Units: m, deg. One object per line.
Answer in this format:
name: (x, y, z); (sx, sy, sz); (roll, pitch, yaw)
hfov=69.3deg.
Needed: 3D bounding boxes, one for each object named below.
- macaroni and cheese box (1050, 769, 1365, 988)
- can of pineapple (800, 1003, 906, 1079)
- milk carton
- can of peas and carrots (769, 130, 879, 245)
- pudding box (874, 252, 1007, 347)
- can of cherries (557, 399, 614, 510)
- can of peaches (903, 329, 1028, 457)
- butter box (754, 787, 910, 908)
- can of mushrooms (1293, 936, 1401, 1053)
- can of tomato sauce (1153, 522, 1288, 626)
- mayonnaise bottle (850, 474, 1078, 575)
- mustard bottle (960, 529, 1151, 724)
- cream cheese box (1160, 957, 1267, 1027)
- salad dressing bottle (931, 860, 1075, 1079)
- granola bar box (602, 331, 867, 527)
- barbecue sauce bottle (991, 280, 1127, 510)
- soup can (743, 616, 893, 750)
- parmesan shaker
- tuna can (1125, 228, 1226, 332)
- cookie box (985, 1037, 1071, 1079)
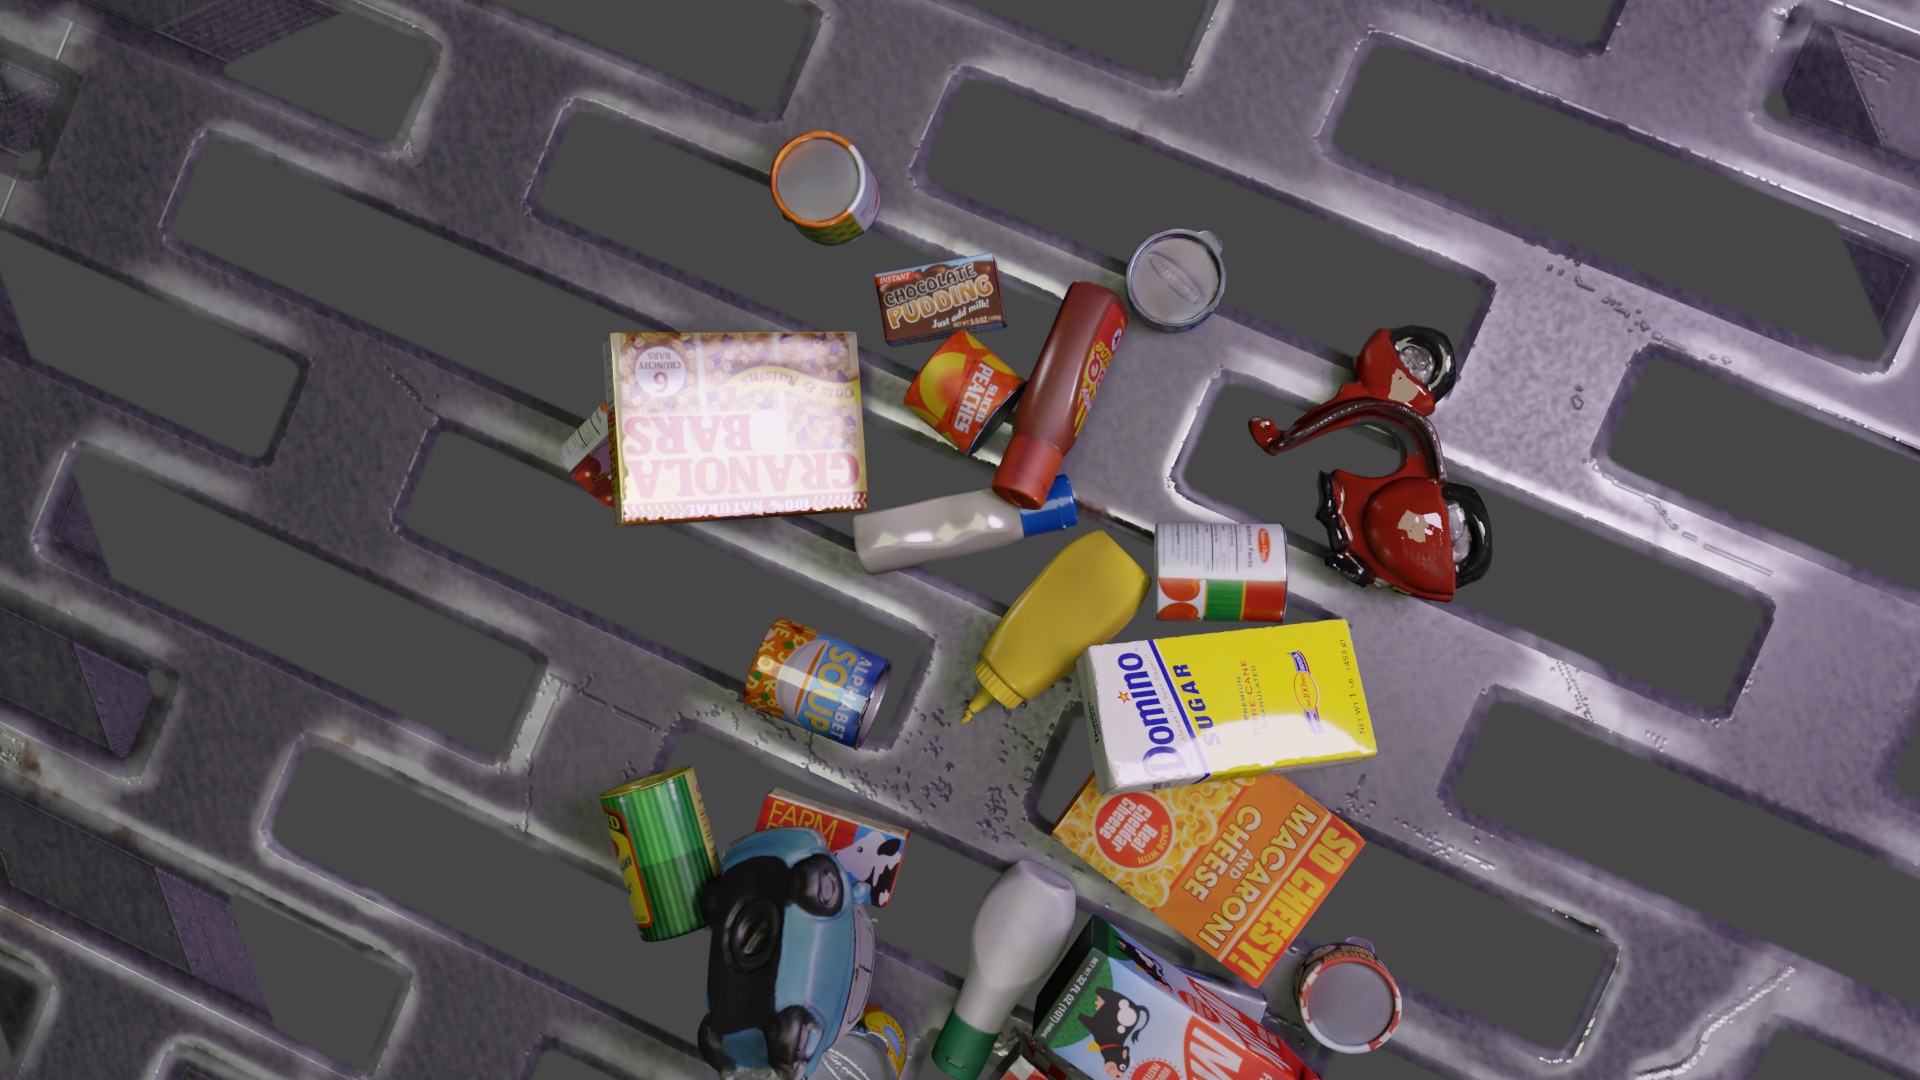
macaroni and cheese box: (0.164, 0.195, 0.930); (0.166, 0.040, 0.123); (36, 93, 5)
can of pineapple: (-0.071, 0.354, 0.942); (0.071, 0.058, 0.071); (0, 90, 5)
milk carton: (0.145, 0.330, 0.889); (0.191, 0.073, 0.072); (34, 94, 4)
can of peas and carrots: (-0.094, -0.239, 0.947); (0.071, 0.059, 0.071); (0, 89, 6)
pudding box: (-0.013, -0.165, 0.954); (0.084, 0.030, 0.049); (-9, 88, 5)
can of cherries: (-0.231, -0.058, 0.957); (0.071, 0.071, 0.058); (45, 94, 4)
can of peaches: (0.003, -0.099, 0.931); (0.058, 0.071, 0.071); (40, 94, 5)
butter box: (-0.091, 0.212, 0.962); (0.103, 0.024, 0.053); (17, 91, 5)
can of mushrooms: (0.258, 0.302, 0.924); (0.071, 0.033, 0.071); (0, 90, 6)
can of tomato sauce: (0.170, 0.023, 0.918); (0.083, 0.071, 0.071); (1, 90, 6)
mayonnaise bottle: (0.003, -0.012, 0.937); (0.148, 0.064, 0.041); (-13, 77, 1)
mustard bottle: (0.055, 0.065, 0.936); (0.160, 0.049, 0.065); (-45, 72, 5)
cream cheese box: (0.149, 0.316, 0.938); (0.104, 0.024, 0.053); (18, 91, 5)
salad dressing bottle: (0.027, 0.292, 0.941); (0.064, 0.044, 0.147); (26, 93, 10)
granola bar box: (-0.149, -0.075, 0.925); (0.166, 0.039, 0.124); (-4, 89, -24)
barbecue sauce bottle: (0.064, -0.093, 0.911); (0.044, 0.064, 0.149); (19, 75, 18)
soup can: (-0.096, 0.096, 0.939); (0.084, 0.071, 0.071); (21, 92, 5)
parmesan shaker: (-0.200, 0.214, 0.949); (0.071, 0.071, 0.103); (-17, 88, 5)
tuna can: (0.146, -0.176, 0.937); (0.071, 0.033, 0.071); (0, 90, 5)
cookie box: (0.035, 0.445, 0.941); (0.123, 0.040, 0.167); (40, 92, 5)
